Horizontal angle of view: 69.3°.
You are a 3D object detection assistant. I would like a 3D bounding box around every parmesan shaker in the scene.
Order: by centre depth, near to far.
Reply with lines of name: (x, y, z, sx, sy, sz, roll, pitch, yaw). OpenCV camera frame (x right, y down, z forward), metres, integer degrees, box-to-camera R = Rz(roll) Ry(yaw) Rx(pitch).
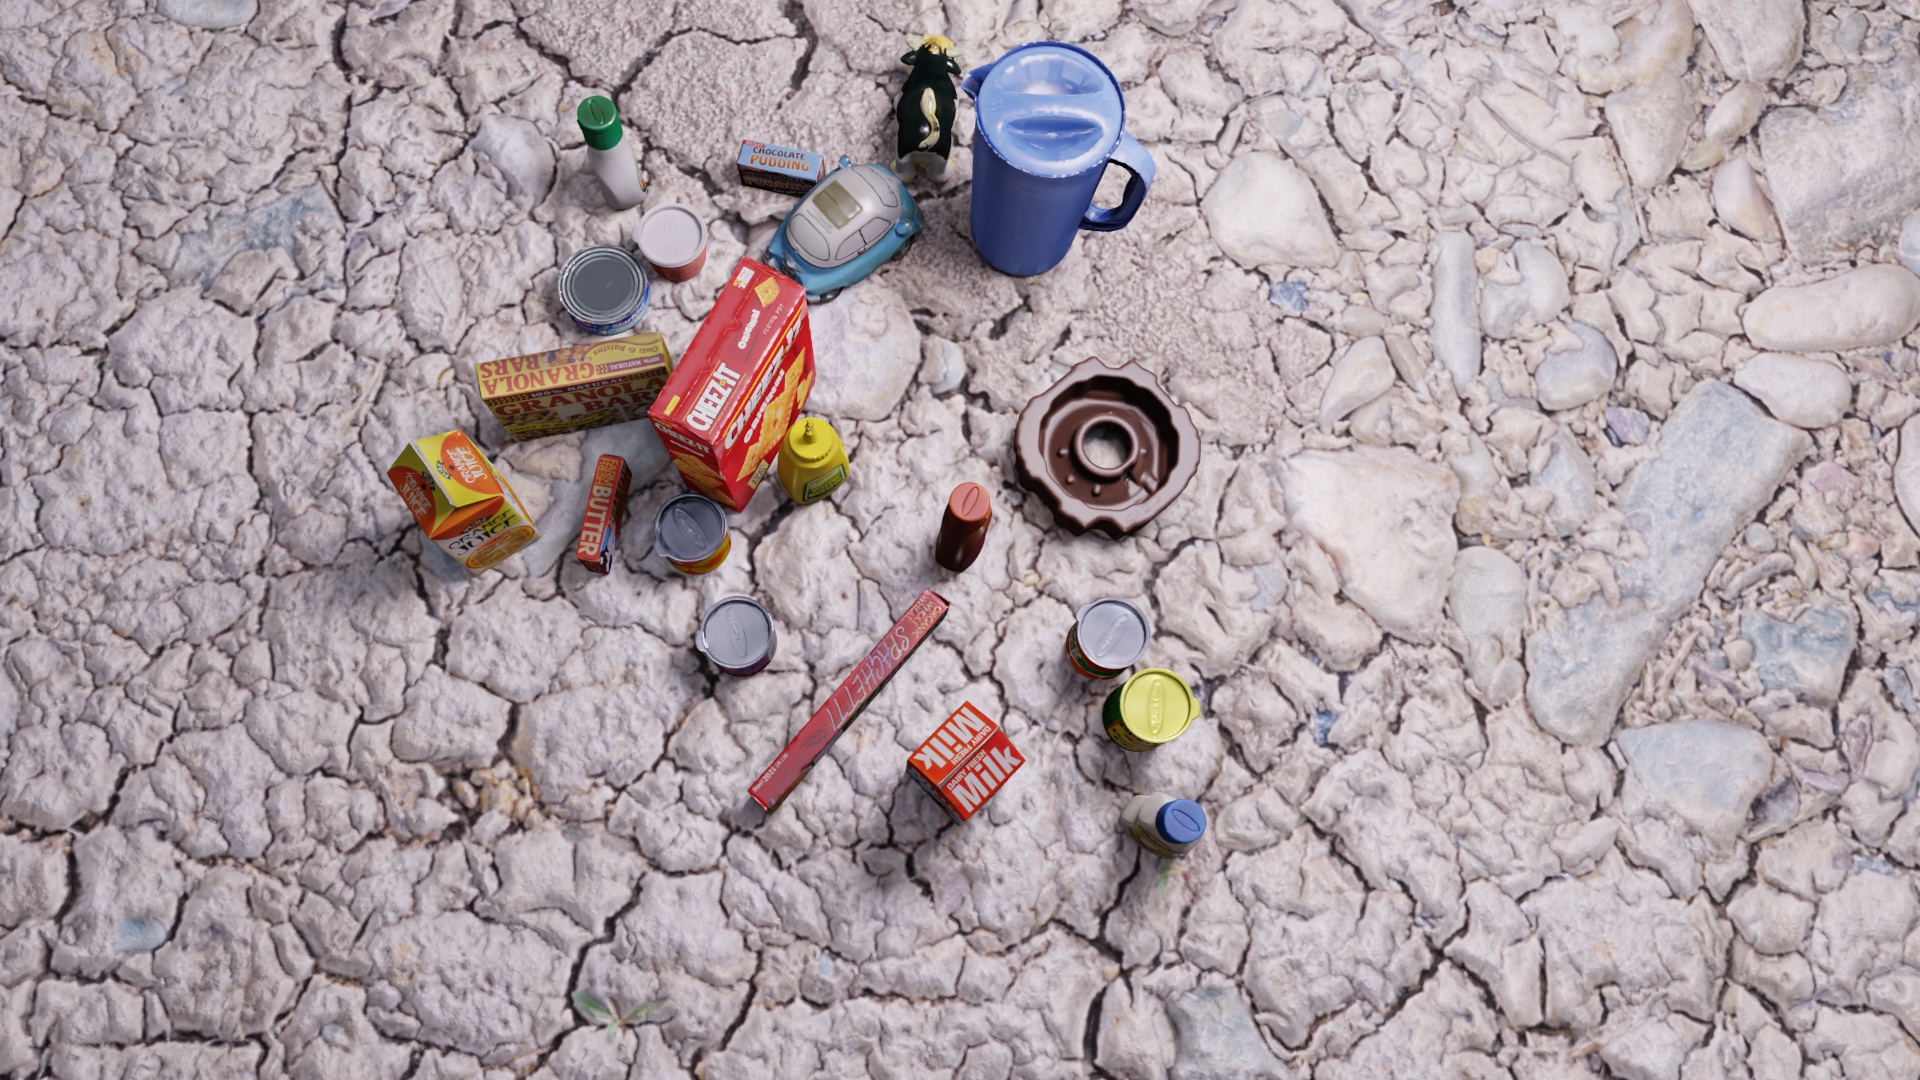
parmesan shaker: (0.171, 0.156, 1.259, 0.071, 0.103, 0.071, 1, 76, -3)

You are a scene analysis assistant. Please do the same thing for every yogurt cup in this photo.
yogurt cup: (-0.282, -0.291, 1.371, 0.072, 0.054, 0.072, 1, 76, -3)

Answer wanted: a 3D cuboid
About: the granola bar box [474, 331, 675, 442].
granola bar box: (-0.349, -0.141, 1.292, 0.166, 0.124, 0.039, -11, 77, -6)

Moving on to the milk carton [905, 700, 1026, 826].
milk carton: (0.002, 0.193, 1.194, 0.072, 0.190, 0.073, -44, 82, -12)

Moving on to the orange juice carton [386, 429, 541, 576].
orange juice carton: (-0.439, -0.035, 1.223, 0.073, 0.192, 0.072, -34, 80, -11)

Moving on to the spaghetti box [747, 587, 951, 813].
spaghetti box: (-0.100, 0.145, 1.272, 0.029, 0.050, 0.251, 40, 77, 6)

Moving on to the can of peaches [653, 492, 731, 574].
can of peaches: (-0.251, -0.004, 1.297, 0.071, 0.058, 0.071, 1, 76, -3)

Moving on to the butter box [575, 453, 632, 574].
butter box: (-0.333, -0.025, 1.300, 0.024, 0.053, 0.104, 10, 75, -1)

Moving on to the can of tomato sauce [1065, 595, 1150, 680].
can of tomato sauce: (0.133, 0.091, 1.284, 0.071, 0.083, 0.071, 1, 76, -3)

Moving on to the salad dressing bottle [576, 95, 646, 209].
salad dressing bottle: (-0.338, -0.374, 1.341, 0.044, 0.147, 0.064, -23, 79, -9)

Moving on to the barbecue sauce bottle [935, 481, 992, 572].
barbecue sauce bottle: (0.005, -0.016, 1.270, 0.044, 0.148, 0.065, 25, 76, 3)

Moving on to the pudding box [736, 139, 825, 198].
pudding box: (-0.180, -0.374, 1.402, 0.084, 0.049, 0.030, 12, 76, 0)

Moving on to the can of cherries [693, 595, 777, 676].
can of cherries: (-0.206, 0.089, 1.275, 0.071, 0.058, 0.071, 1, 76, -3)

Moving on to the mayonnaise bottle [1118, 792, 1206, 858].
mayonnaise bottle: (0.180, 0.248, 1.213, 0.065, 0.147, 0.041, 36, 77, 6)

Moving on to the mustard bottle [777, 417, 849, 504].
mustard bottle: (-0.136, -0.078, 1.271, 0.065, 0.160, 0.049, -31, 80, -10)
